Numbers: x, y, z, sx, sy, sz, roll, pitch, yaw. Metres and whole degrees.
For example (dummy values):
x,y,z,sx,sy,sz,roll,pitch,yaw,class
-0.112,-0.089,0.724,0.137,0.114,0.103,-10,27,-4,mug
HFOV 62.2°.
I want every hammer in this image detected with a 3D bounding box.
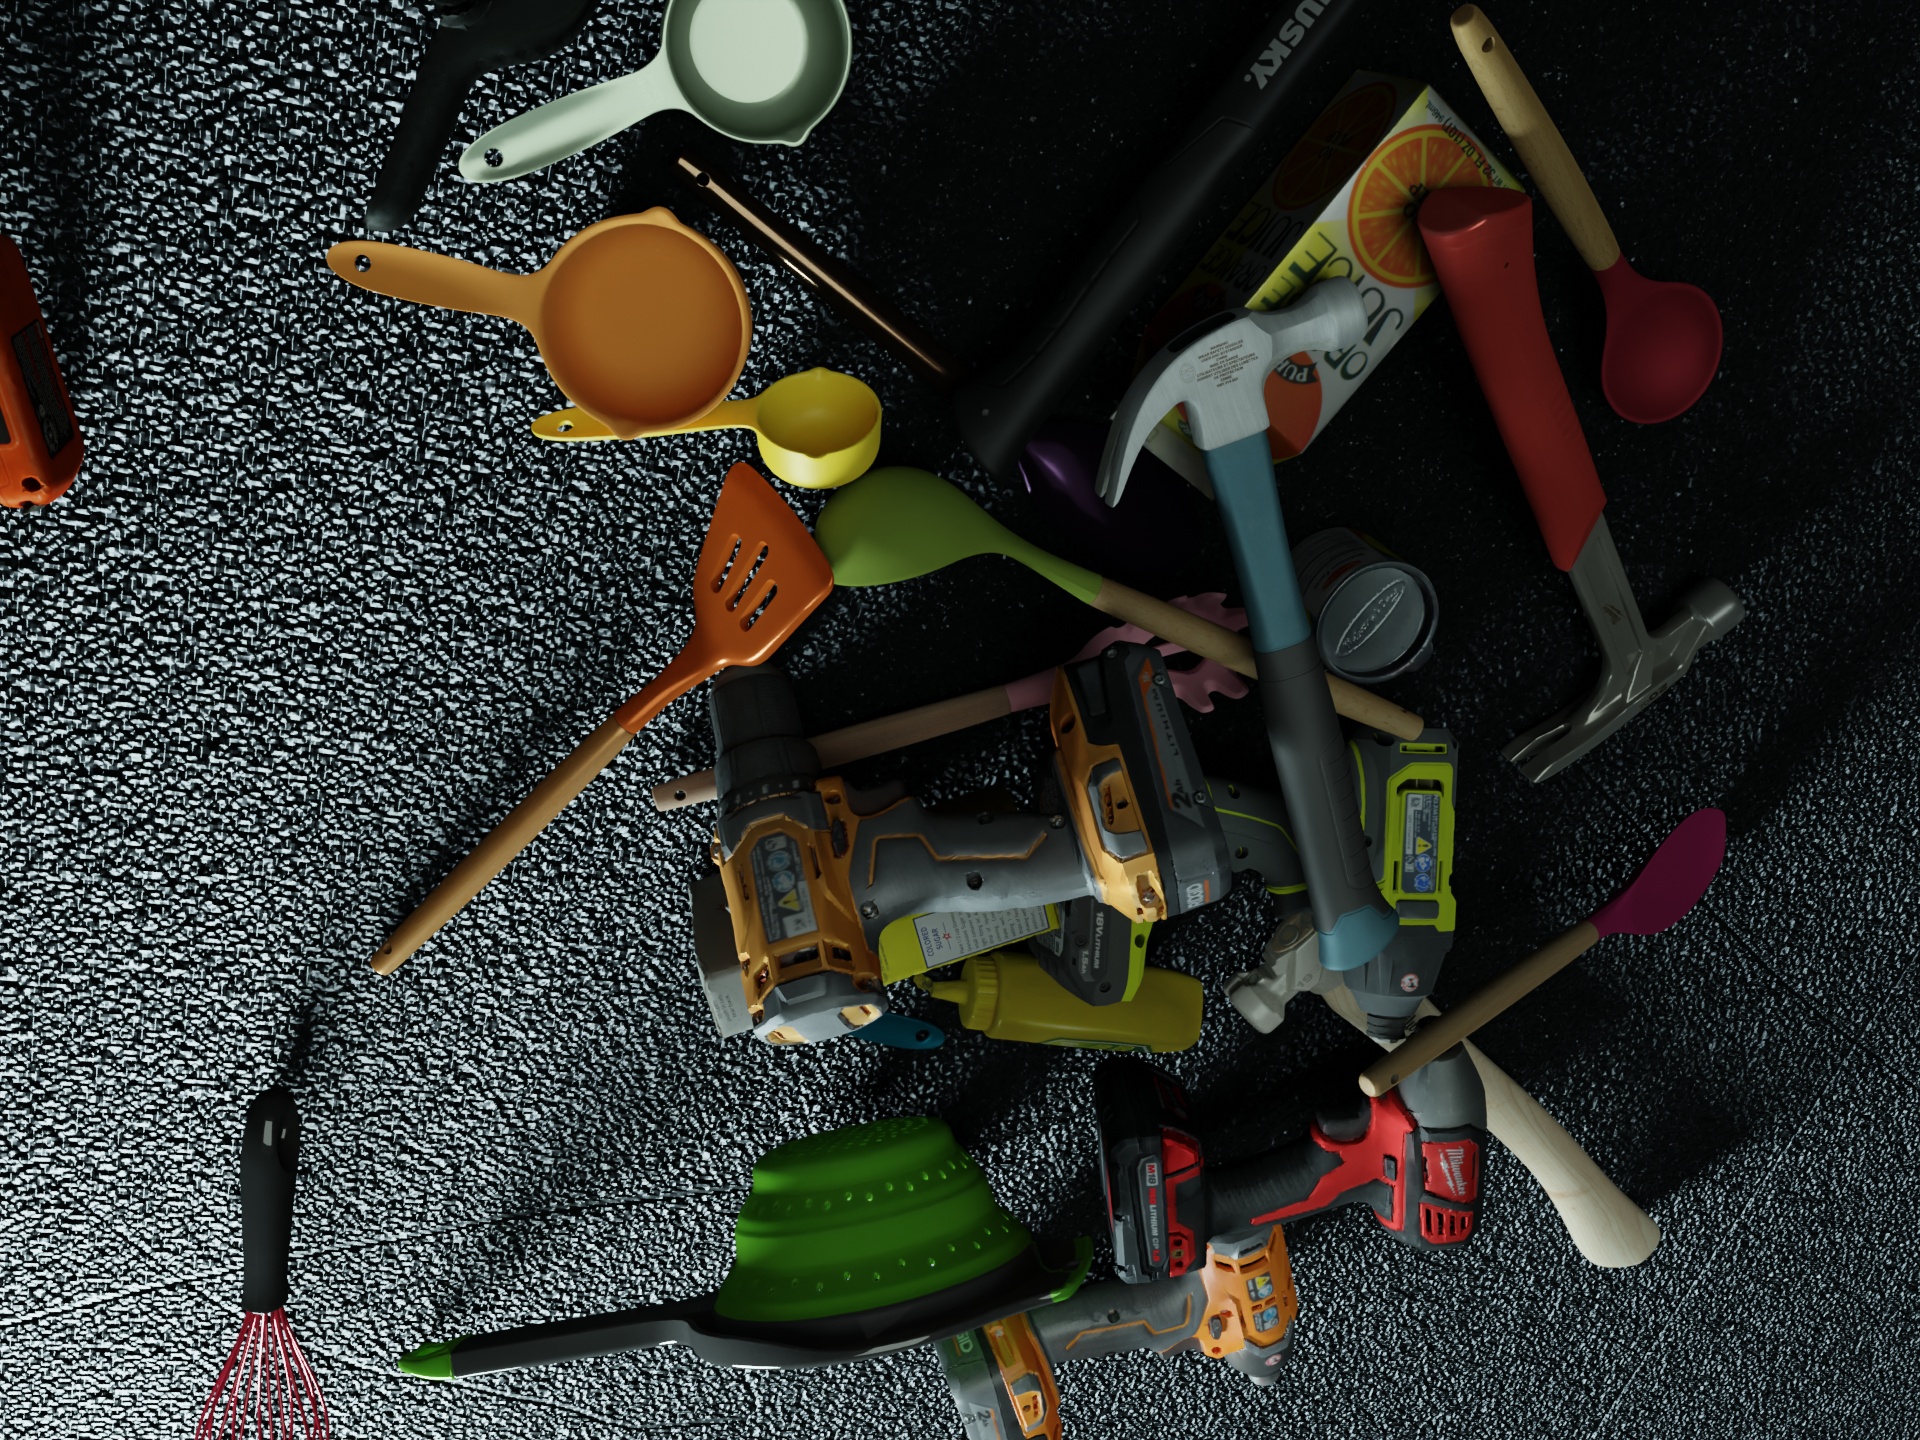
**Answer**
x,y,z,sx,sy,sz,roll,pitch,yaw,class
0.287,-0.110,0.779,0.149,0.037,0.358,-39,133,5,hammer
0.111,-0.241,0.678,0.146,0.035,0.334,44,106,17,hammer
0.154,-0.026,0.739,0.128,0.033,0.330,-19,113,-1,hammer
0.339,0.229,1.002,0.146,0.038,0.410,-44,117,7,hammer

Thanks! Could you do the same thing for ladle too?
x,y,z,sx,sy,sz,roll,pitch,yaw,class
0.282,-0.220,0.715,0.069,0.031,0.315,-51,140,12,ladle
0.082,-0.042,0.765,0.320,0.078,0.062,22,113,-15,ladle

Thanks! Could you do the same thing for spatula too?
x,y,z,sx,sy,sz,roll,pitch,yaw,class
-0.183,0.016,0.763,0.322,0.081,0.041,-43,160,12,spatula
-0.002,-0.160,0.739,0.315,0.018,0.060,33,101,-26,spatula

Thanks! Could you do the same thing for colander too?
x,y,z,sx,sy,sz,roll,pitch,yaw,class
-0.130,0.290,0.879,0.397,0.204,0.094,-12,84,9,colander

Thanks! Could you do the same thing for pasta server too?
x,y,z,sx,sy,sz,roll,pitch,yaw,class
-0.001,-0.003,0.804,0.316,0.040,0.060,-16,101,-5,pasta server

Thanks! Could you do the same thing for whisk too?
x,y,z,sx,sy,sz,roll,pitch,yaw,class
-0.376,0.328,0.860,0.073,0.073,0.295,4,109,-16,whisk

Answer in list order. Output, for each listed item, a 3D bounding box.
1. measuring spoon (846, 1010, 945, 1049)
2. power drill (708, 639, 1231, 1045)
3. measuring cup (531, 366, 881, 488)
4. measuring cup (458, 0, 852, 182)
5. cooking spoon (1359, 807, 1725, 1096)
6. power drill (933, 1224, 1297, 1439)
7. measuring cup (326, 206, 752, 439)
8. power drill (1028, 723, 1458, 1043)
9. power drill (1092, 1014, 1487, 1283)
x,y,z,sx,sy,sz,roll,pitch,yaw,class
-0.064,0.160,0.882,0.128,0.021,0.042,21,108,-32,measuring spoon
-0.007,0.033,0.740,0.226,0.185,0.084,-17,156,3,power drill
-0.113,-0.127,0.717,0.156,0.062,0.029,-2,141,0,measuring cup
-0.126,-0.258,0.648,0.167,0.038,0.083,-25,118,-3,measuring cup
0.341,0.131,0.905,0.319,0.017,0.068,-26,119,-27,cooking spoon
0.106,0.391,0.997,0.226,0.084,0.164,-21,118,-8,power drill
-0.173,-0.178,0.673,0.173,0.052,0.095,12,106,-4,measuring cup
0.154,0.086,0.840,0.223,0.080,0.171,2,92,-14,power drill
0.191,0.241,0.909,0.219,0.079,0.143,-6,114,-1,power drill
